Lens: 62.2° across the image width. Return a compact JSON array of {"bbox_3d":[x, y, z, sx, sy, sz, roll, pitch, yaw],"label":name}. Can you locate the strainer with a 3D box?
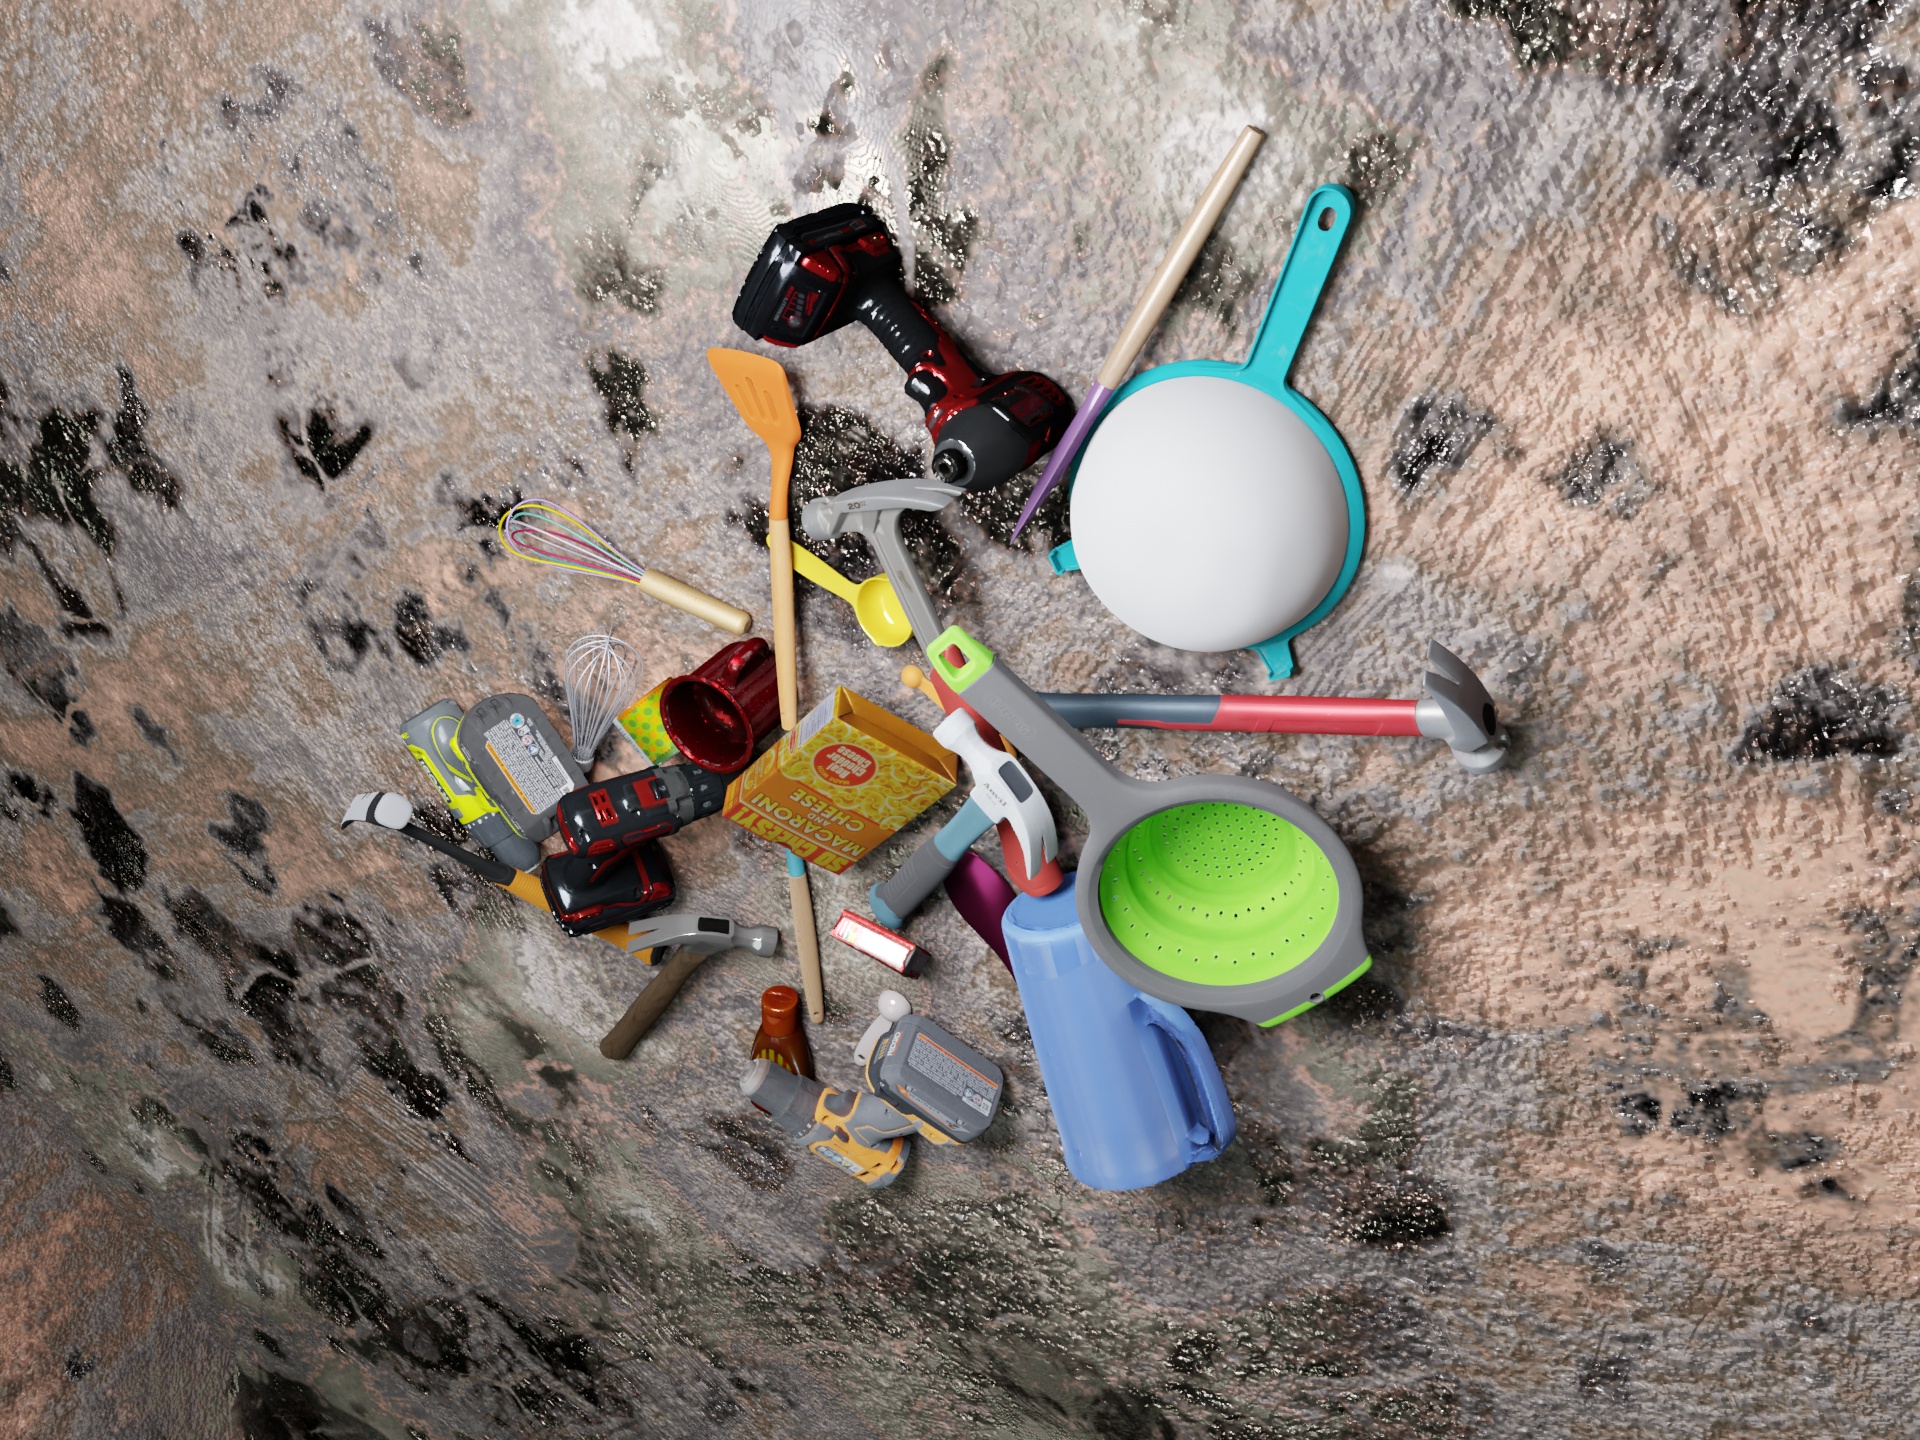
[{"bbox_3d":[0.168,-0.171,1.018,0.211,0.095,0.340,28,131,13],"label":"strainer"}]

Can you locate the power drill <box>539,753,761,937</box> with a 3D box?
[{"bbox_3d":[-0.281,0.103,1.439,0.080,0.188,0.226,63,149,17],"label":"power drill"}]

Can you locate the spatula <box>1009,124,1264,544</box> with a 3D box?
[{"bbox_3d":[0.107,-0.240,1.035,0.018,0.060,0.315,30,123,-3],"label":"spatula"}]

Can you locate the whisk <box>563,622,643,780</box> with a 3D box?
[{"bbox_3d":[-0.348,0.017,1.480,0.070,0.070,0.284,34,135,8],"label":"whisk"}]

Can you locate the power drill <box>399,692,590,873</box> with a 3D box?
[{"bbox_3d":[-0.439,0.063,1.518,0.228,0.080,0.190,-11,113,57],"label":"power drill"}]

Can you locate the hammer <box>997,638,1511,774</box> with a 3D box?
[{"bbox_3d":[0.174,-0.011,1.121,0.386,0.038,0.143,2,158,35],"label":"hammer"}]

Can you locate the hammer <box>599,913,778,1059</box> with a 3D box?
[{"bbox_3d":[-0.304,0.273,1.606,0.130,0.031,0.331,14,143,-23],"label":"hammer"}]

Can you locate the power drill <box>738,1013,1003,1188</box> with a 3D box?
[{"bbox_3d":[-0.091,0.354,1.504,0.185,0.084,0.226,37,136,-15],"label":"power drill"}]

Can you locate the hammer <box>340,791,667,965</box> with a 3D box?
[{"bbox_3d":[-0.430,0.157,1.534,0.336,0.034,0.127,33,157,-30],"label":"hammer"}]

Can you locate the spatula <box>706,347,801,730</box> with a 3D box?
[{"bbox_3d":[-0.149,-0.135,1.258,0.081,0.041,0.322,20,122,35],"label":"spatula"}]

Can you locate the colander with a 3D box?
[{"bbox_3d":[0.132,0.055,1.149,0.397,0.095,0.204,42,120,-16],"label":"colander"}]

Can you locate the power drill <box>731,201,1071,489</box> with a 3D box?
[{"bbox_3d":[-0.037,-0.242,1.068,0.220,0.143,0.078,41,129,5],"label":"power drill"}]

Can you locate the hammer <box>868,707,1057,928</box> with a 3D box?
[{"bbox_3d":[-0.014,0.104,1.282,0.128,0.033,0.331,47,150,5],"label":"hammer"}]

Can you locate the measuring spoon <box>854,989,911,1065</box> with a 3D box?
[{"bbox_3d":[-0.081,0.301,1.524,0.034,0.018,0.124,35,132,7],"label":"measuring spoon"}]

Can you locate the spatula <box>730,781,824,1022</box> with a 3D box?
[{"bbox_3d":[-0.149,0.167,1.461,0.082,0.044,0.317,-6,124,-3],"label":"spatula"}]

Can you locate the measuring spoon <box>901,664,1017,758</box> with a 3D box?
[{"bbox_3d":[-0.002,-0.004,1.284,0.117,0.011,0.021,38,131,4],"label":"measuring spoon"}]

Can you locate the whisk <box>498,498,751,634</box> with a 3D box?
[{"bbox_3d":[-0.290,-0.125,1.361,0.245,0.047,0.051,24,128,12],"label":"whisk"}]

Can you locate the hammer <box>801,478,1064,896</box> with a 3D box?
[{"bbox_3d":[0.008,-0.016,1.193,0.149,0.037,0.358,1,126,44],"label":"hammer"}]

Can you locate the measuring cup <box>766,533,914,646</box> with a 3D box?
[{"bbox_3d":[-0.090,-0.113,1.265,0.157,0.029,0.062,33,129,24],"label":"measuring cup"}]

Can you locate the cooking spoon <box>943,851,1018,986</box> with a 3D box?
[{"bbox_3d":[0.068,0.250,1.401,0.069,0.017,0.318,-16,109,38],"label":"cooking spoon"}]
